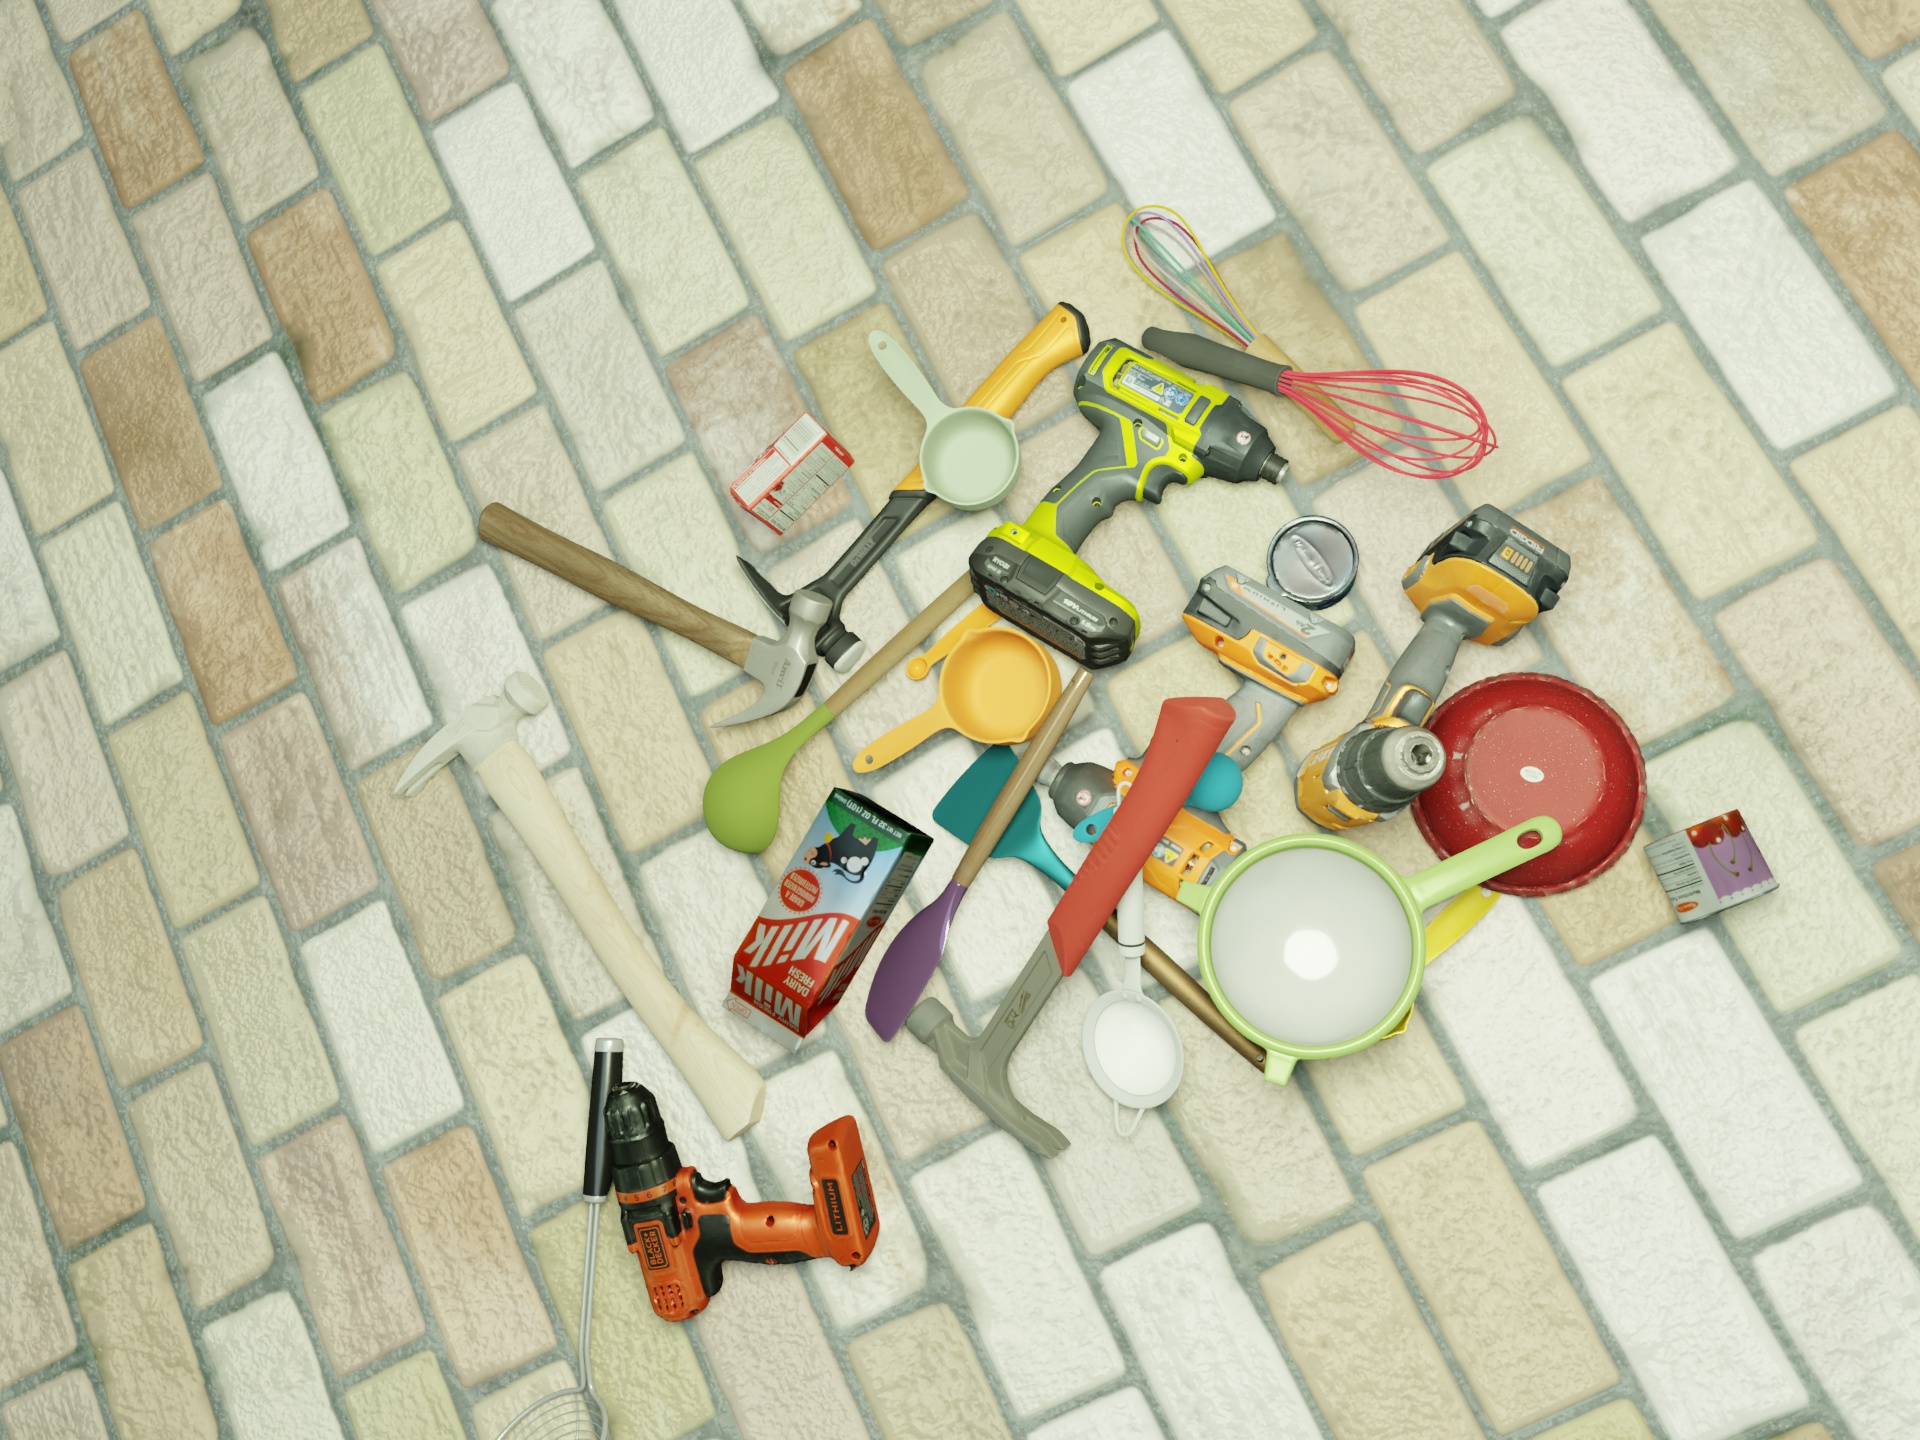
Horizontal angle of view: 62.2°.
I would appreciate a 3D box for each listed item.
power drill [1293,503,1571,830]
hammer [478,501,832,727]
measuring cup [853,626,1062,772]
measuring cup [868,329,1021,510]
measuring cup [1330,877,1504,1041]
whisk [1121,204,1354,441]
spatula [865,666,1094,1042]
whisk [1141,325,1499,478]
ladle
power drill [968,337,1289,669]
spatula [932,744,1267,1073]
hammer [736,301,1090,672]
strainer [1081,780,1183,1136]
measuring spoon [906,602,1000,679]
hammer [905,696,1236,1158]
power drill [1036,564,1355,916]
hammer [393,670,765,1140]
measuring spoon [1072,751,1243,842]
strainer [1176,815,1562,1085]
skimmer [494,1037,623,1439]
[{"bbox_3d":[0.315,-0.031,1.062,0.084,0.185,0.226,34,81,2],"label":"power drill"},{"bbox_3d":[-0.259,-0.098,1.282,0.331,0.031,0.130,26,107,20],"label":"hammer"},{"bbox_3d":[-0.002,-0.004,1.212,0.173,0.052,0.095,-30,76,16],"label":"measuring cup"},{"bbox_3d":[-0.017,-0.232,1.219,0.083,0.038,0.168,-38,76,4],"label":"measuring cup"},{"bbox_3d":[0.326,0.166,1.124,0.156,0.029,0.062,-41,67,-8],"label":"measuring cup"},{"bbox_3d":[0.211,-0.304,1.210,0.047,0.051,0.245,-41,78,-2],"label":"whisk"},{"bbox_3d":[0.012,0.097,1.178,0.316,0.018,0.060,-59,39,9],"label":"spatula"},{"bbox_3d":[0.249,-0.238,1.144,0.296,0.073,0.073,28,89,34],"label":"whisk"},{"bbox_3d":[-0.076,-0.020,1.233,0.320,0.062,0.078,-43,52,-1],"label":"ladle"},{"bbox_3d":[0.123,-0.158,1.180,0.171,0.080,0.223,32,79,14],"label":"power drill"},{"bbox_3d":[0.112,0.145,1.176,0.317,0.044,0.082,43,92,11],"label":"spatula"},{"bbox_3d":[-0.026,-0.200,1.254,0.127,0.034,0.337,43,93,14],"label":"hammer"},{"bbox_3d":[0.124,0.167,1.127,0.087,0.050,0.258,7,107,39],"label":"strainer"},{"bbox_3d":[0.006,-0.069,1.239,0.117,0.011,0.021,-38,58,2],"label":"measuring spoon"},{"bbox_3d":[0.093,0.136,1.097,0.149,0.036,0.359,39,118,20],"label":"hammer"},{"bbox_3d":[0.167,0.006,1.154,0.164,0.084,0.226,31,94,15],"label":"power drill"},{"bbox_3d":[-0.294,0.160,1.261,0.146,0.038,0.411,-39,75,6],"label":"hammer"},{"bbox_3d":[0.135,0.059,1.111,0.128,0.021,0.042,-23,82,16],"label":"measuring spoon"},{"bbox_3d":[0.287,0.133,1.086,0.256,0.069,0.152,-26,71,4],"label":"strainer"},{"bbox_3d":[-0.304,0.423,1.195,0.127,0.090,0.363,-7,76,44],"label":"skimmer"}]
